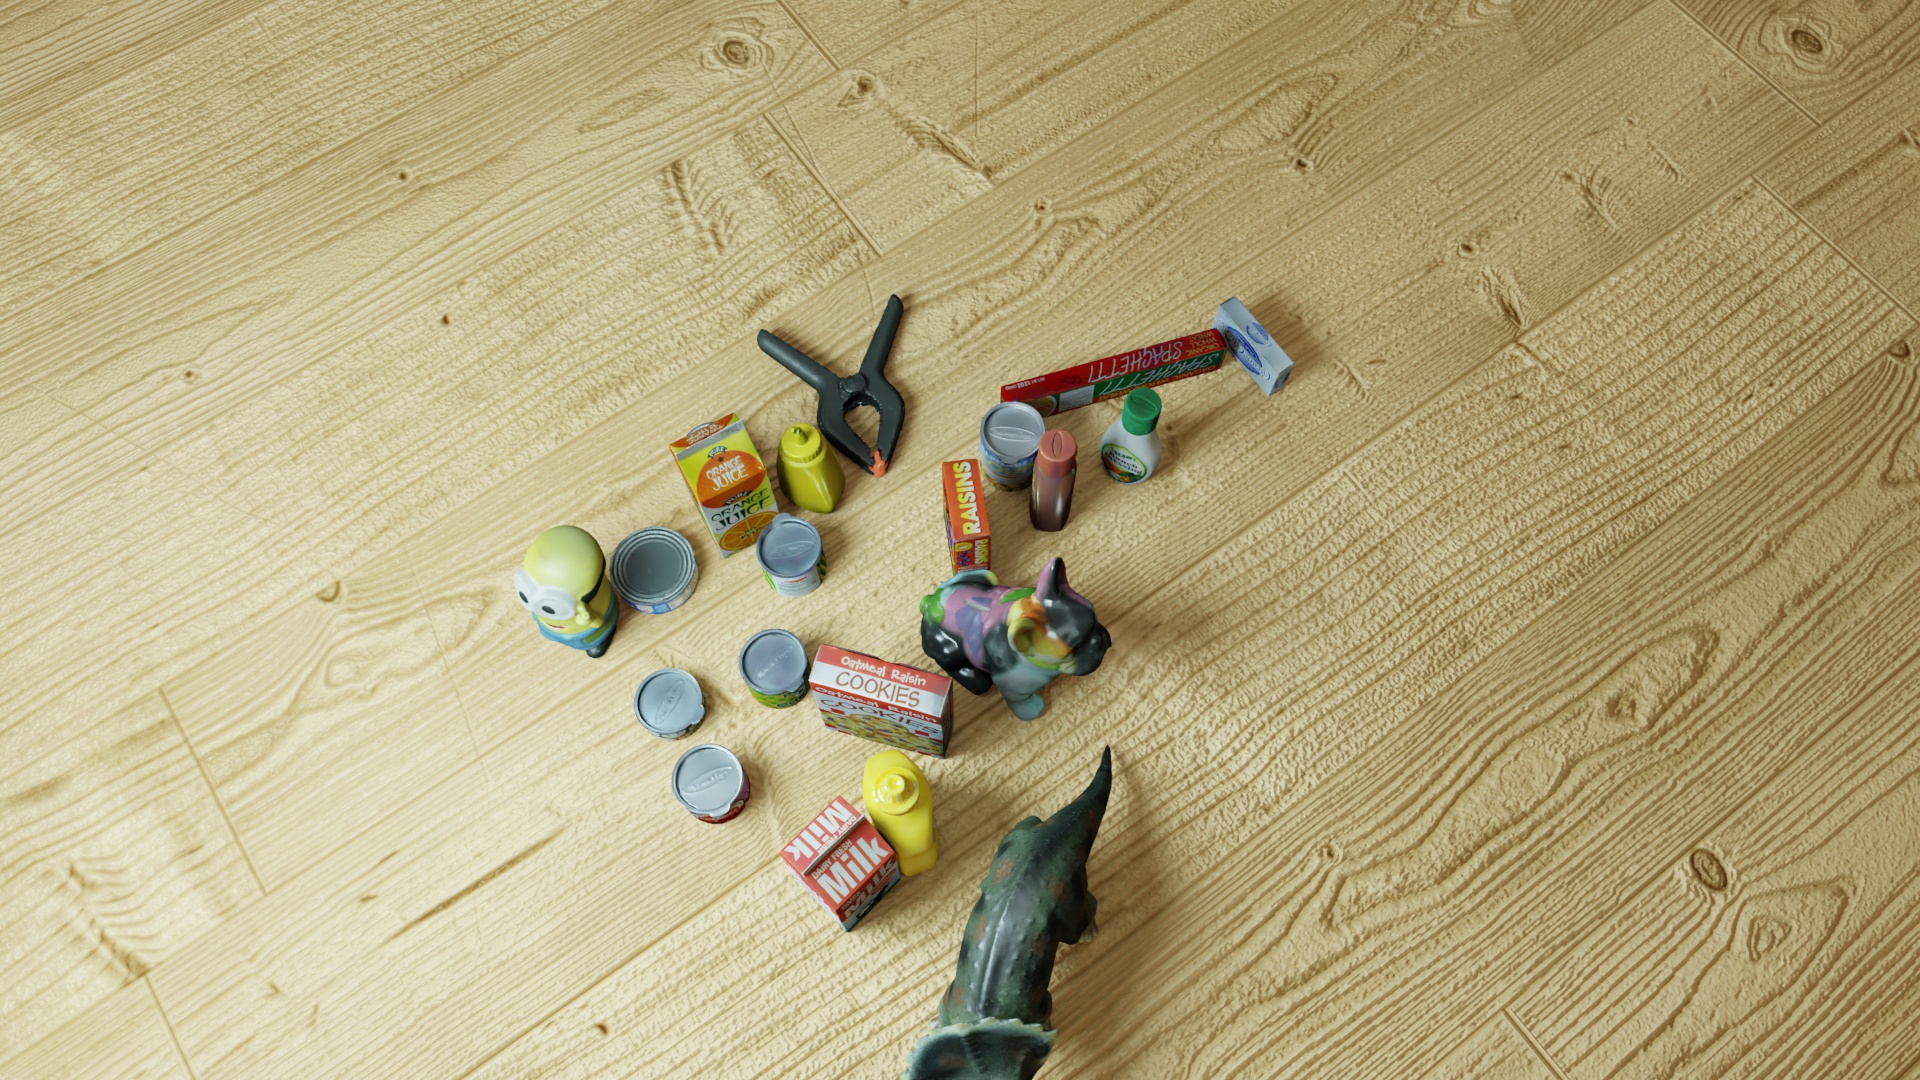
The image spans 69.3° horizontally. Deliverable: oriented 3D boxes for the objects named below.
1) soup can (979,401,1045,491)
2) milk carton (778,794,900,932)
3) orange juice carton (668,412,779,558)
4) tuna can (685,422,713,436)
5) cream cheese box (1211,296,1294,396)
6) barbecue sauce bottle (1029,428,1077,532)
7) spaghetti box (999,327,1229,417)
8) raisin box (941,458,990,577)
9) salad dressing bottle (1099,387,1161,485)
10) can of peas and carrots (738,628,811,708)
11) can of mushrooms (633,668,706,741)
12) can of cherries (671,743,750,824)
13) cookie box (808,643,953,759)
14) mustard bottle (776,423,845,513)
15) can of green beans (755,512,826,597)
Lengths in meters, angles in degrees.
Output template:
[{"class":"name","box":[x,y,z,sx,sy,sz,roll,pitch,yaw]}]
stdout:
[{"class":"soup can","box":[0.052,-0.094,1.439,0.071,0.083,0.071,0,68,0]},{"class":"milk carton","box":[-0.105,0.284,1.223,0.073,0.189,0.072,43,74,16]},{"class":"orange juice carton","box":[-0.231,-0.059,1.365,0.072,0.192,0.073,-28,70,-11]},{"class":"tuna can","box":[-0.261,-0.087,1.463,0.071,0.032,0.071,0,67,0]},{"class":"cream cheese box","box":[0.316,-0.210,1.504,0.024,0.053,0.104,-32,71,-12]},{"class":"barbecue sauce bottle","box":[0.094,-0.063,1.391,0.044,0.148,0.065,5,68,2]},{"class":"spaghetti box","box":[0.164,-0.175,1.491,0.250,0.050,0.029,-16,69,-7]},{"class":"raisin box","box":[0.005,-0.017,1.385,0.040,0.123,0.086,-7,68,-3]},{"class":"salad dressing bottle","box":[0.177,-0.106,1.409,0.064,0.147,0.044,31,71,12]},{"class":"can of peas and carrots","box":[-0.178,0.128,1.359,0.071,0.058,0.071,0,68,0]},{"class":"can of mushrooms","box":[-0.281,0.162,1.358,0.071,0.033,0.071,0,67,0]},{"class":"can of cherries","box":[-0.235,0.234,1.315,0.071,0.058,0.072,0,68,0]},{"class":"cookie box","box":[-0.070,0.151,1.291,0.123,0.166,0.040,14,69,6]},{"class":"mustard bottle","box":[-0.153,-0.078,1.391,0.065,0.159,0.049,19,69,8]},{"class":"can of green beans","box":[-0.170,0.018,1.406,0.071,0.057,0.071,0,68,0]}]
